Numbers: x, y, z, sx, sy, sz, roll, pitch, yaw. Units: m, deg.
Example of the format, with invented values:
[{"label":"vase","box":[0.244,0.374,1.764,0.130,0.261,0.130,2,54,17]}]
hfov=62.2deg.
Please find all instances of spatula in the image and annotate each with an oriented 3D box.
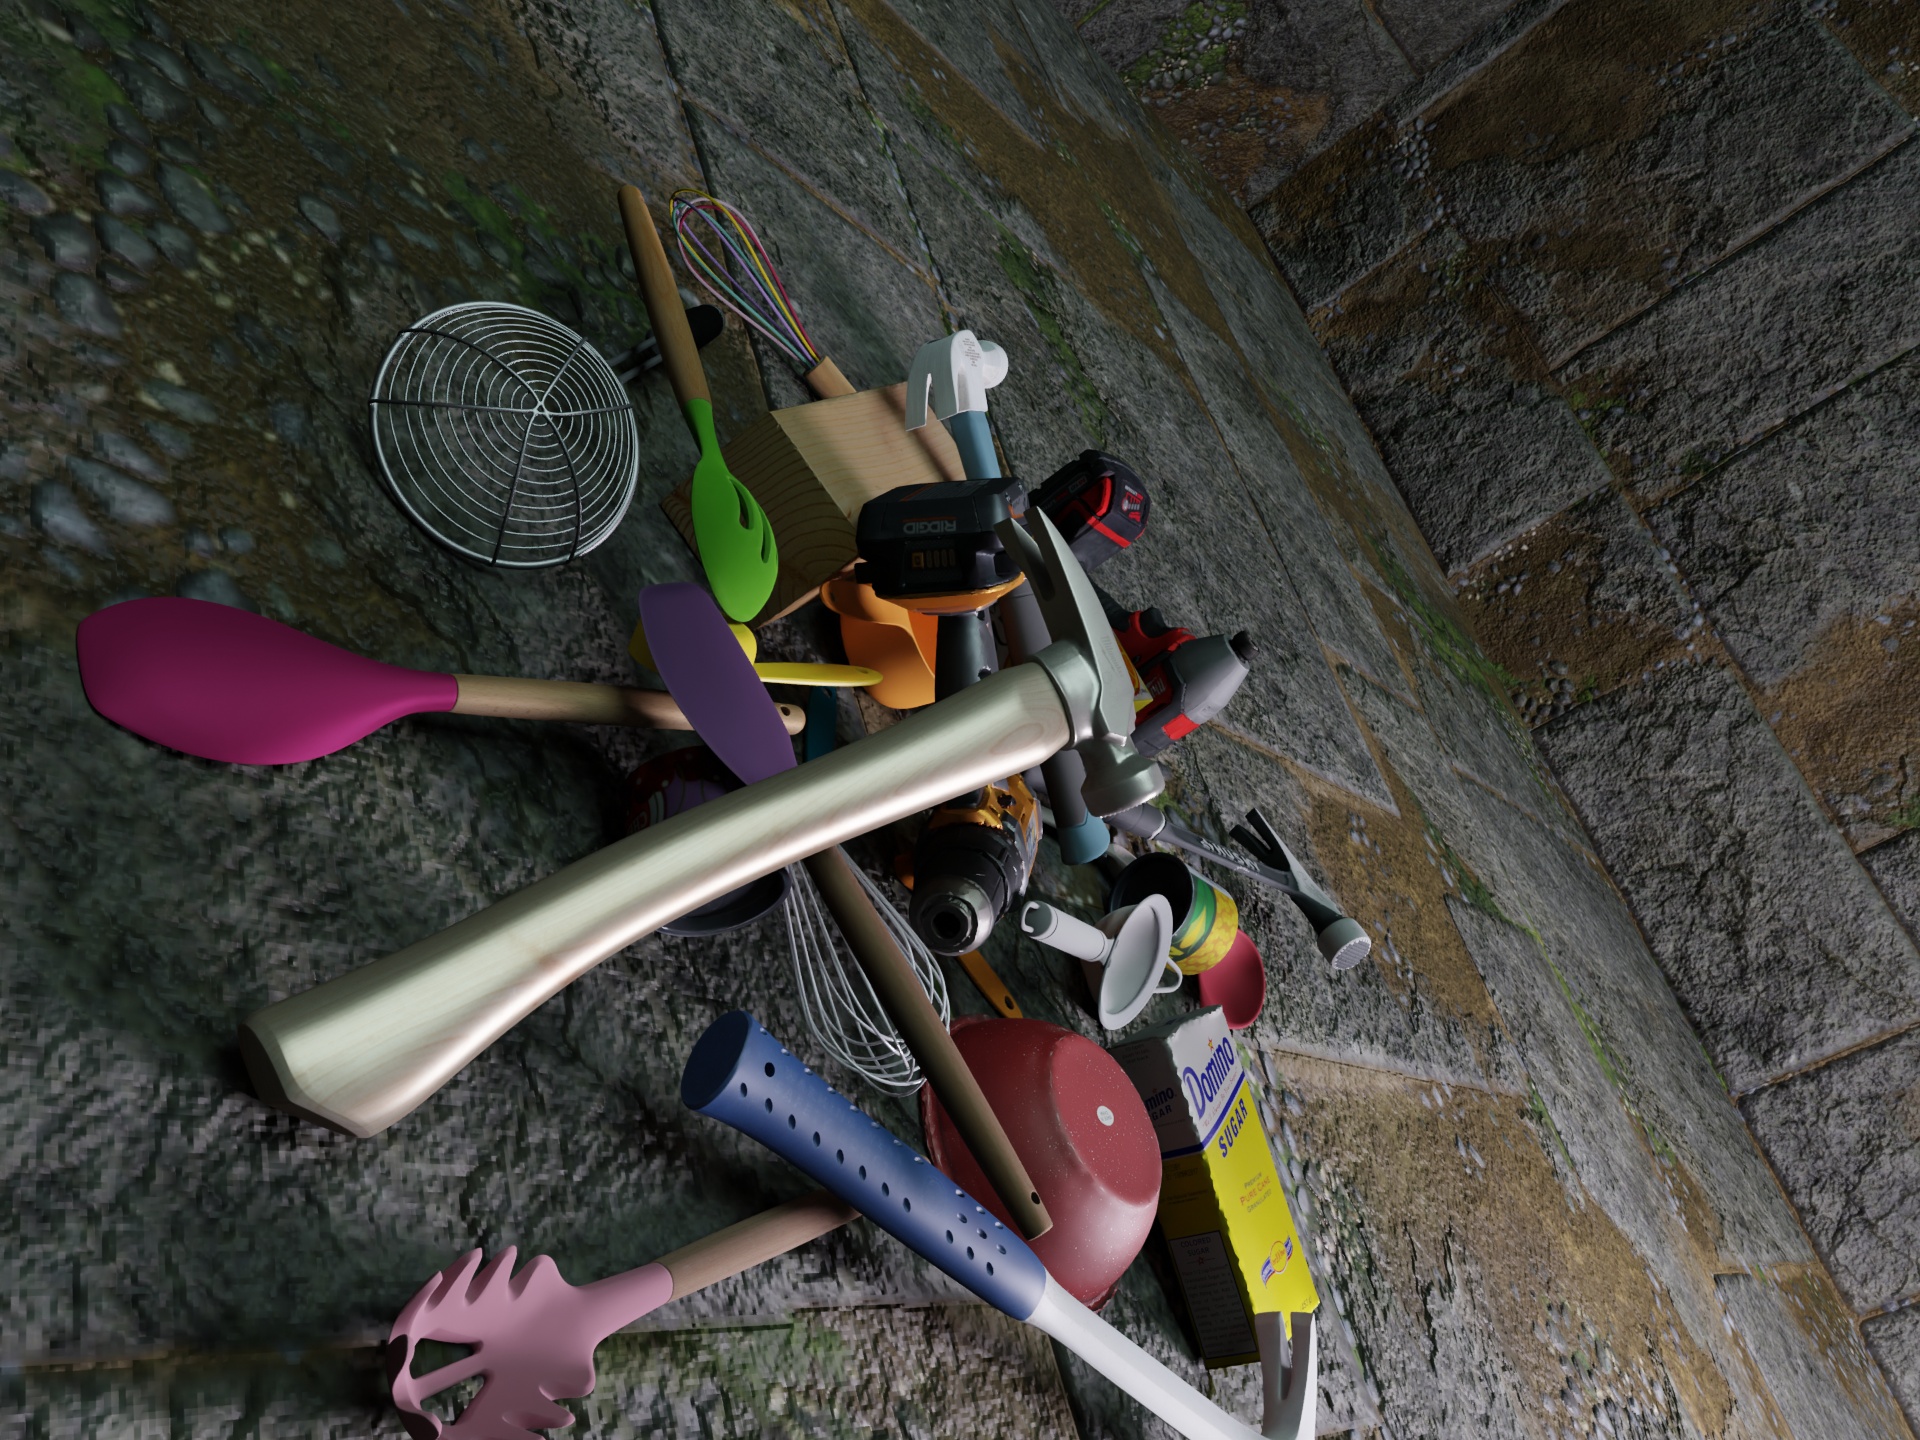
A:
[{"label":"spatula","box":[-0.050,0.074,0.665,0.316,0.018,0.059,58,31,9]}]

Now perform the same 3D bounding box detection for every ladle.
[{"label":"ladle","box":[0.146,0.218,0.992,0.069,0.031,0.315,55,27,-7]}]

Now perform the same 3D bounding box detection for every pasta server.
[{"label":"pasta server","box":[-0.089,0.198,0.587,0.316,0.040,0.060,3,59,-61]}]

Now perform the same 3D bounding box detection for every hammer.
[{"label":"hammer","box":[0.035,-0.075,0.969,0.128,0.033,0.331,-19,94,-67]},{"label":"hammer","box":[-0.076,0.032,0.617,0.410,0.038,0.146,-25,94,-41]},{"label":"hammer","box":[0.146,0.074,1.129,0.408,0.036,0.149,25,23,-43]},{"label":"hammer","box":[0.037,0.247,0.690,0.405,0.035,0.144,45,46,-27]}]

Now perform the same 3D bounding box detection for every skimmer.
[{"label":"skimmer","box":[-0.197,-0.178,0.852,0.127,0.090,0.363,55,14,-15]}]

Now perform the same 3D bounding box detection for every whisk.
[{"label":"whisk","box":[-0.082,0.049,0.763,0.070,0.070,0.285,11,45,-57]},{"label":"whisk","box":[-0.112,-0.260,1.084,0.244,0.047,0.051,49,25,-23]}]

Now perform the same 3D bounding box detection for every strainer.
[{"label":"strainer","box":[0.075,0.126,0.903,0.050,0.087,0.258,20,-7,24]}]

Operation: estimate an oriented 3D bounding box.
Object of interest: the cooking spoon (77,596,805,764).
[{"label":"cooking spoon","box":[-0.184,-0.010,0.643,0.318,0.017,0.069,5,54,-48]}]

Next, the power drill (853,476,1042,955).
[{"label":"power drill","box":[-0.001,-0.003,0.811,0.185,0.084,0.226,-58,144,-74]}]

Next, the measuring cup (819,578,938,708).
[{"label":"measuring cup","box":[-0.052,-0.054,0.907,0.173,0.052,0.095,10,66,-63]}]

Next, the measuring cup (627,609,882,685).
[{"label":"measuring cup","box":[-0.089,-0.035,0.768,0.062,0.029,0.156,33,20,36]}]

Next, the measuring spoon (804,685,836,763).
[{"label":"measuring spoon","box":[-0.070,0.015,0.853,0.042,0.021,0.129,40,31,-31]}]

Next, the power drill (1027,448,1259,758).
[{"label":"power drill","box":[0.122,-0.084,1.174,0.078,0.143,0.220,21,40,-55]}]

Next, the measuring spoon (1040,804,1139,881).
[{"label":"measuring spoon","box":[0.077,0.081,1.051,0.124,0.018,0.034,30,17,-31]}]

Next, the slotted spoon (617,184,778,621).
[{"label":"slotted spoon","box":[-0.140,-0.176,0.806,0.070,0.031,0.314,52,14,-55]}]

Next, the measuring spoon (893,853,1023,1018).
[{"label":"measuring spoon","box":[0.002,0.119,0.869,0.117,0.011,0.021,54,25,-5]}]
